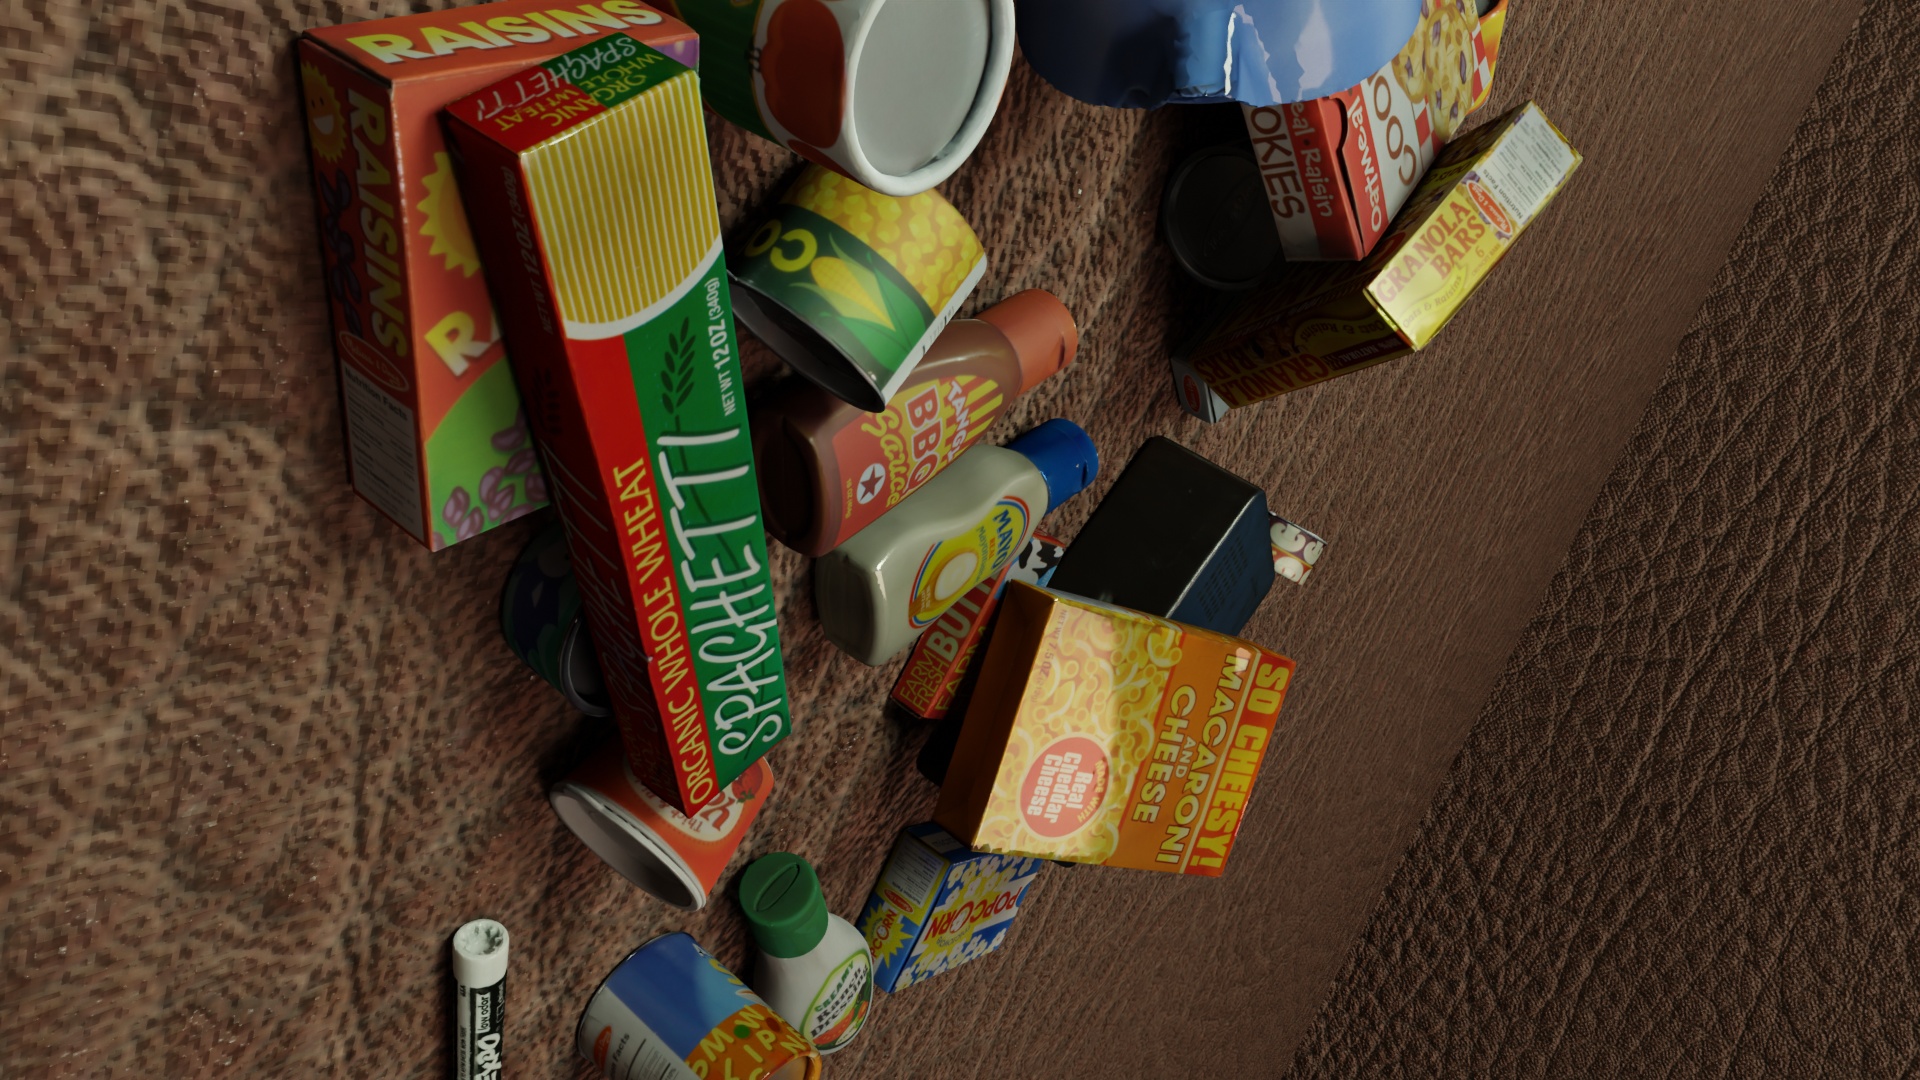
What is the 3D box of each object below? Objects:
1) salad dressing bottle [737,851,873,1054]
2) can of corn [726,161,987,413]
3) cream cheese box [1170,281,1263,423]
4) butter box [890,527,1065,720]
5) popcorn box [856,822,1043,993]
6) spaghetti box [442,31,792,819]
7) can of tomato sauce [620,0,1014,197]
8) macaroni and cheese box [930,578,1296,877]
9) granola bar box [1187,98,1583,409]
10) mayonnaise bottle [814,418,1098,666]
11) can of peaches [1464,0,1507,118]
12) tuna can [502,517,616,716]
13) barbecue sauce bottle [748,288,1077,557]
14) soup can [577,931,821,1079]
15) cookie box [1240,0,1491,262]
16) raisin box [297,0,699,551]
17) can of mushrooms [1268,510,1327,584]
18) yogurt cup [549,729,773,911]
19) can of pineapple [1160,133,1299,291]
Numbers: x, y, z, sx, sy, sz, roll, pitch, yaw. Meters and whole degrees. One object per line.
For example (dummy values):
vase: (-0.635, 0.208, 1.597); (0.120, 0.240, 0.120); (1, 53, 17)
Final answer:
salad dressing bottle: (-0.076, 0.201, 0.675); (0.064, 0.044, 0.146); (-46, 150, -27)
can of corn: (-0.036, -0.084, 0.437); (0.058, 0.071, 0.071); (-54, 152, -10)
cream cheese box: (0.156, -0.119, 0.759); (0.104, 0.024, 0.053); (-52, 152, -13)
butter box: (0.010, 0.039, 0.676); (0.103, 0.024, 0.053); (-62, 152, 5)
popcorn box: (-0.004, 0.204, 0.802); (0.127, 0.038, 0.085); (6, 111, -60)
spaghetti box: (-0.083, -0.011, 0.384); (0.050, 0.029, 0.248); (-39, 147, -32)
can of tomato sauce: (-0.038, -0.136, 0.361); (0.071, 0.083, 0.070); (-40, 147, -32)
macaroni and cheese box: (0.079, 0.096, 0.686); (0.166, 0.040, 0.123); (16, 95, -35)
granola bar box: (0.192, -0.127, 0.654); (0.124, 0.039, 0.165); (-47, -171, -14)
mayonnaise bottle: (0.002, -0.008, 0.599); (0.149, 0.041, 0.064); (-35, 142, -37)
can of peaches: (0.247, -0.261, 0.722); (0.071, 0.071, 0.057); (-46, 149, -23)
tuna can: (-0.111, 0.018, 0.448); (0.071, 0.033, 0.070); (-40, 147, -32)
barbecue sauce bottle: (-0.014, -0.053, 0.525); (0.149, 0.044, 0.064); (-35, 144, -38)
soup can: (-0.109, 0.218, 0.596); (0.072, 0.084, 0.071); (-40, 147, -33)
cookie box: (0.176, -0.217, 0.603); (0.168, 0.040, 0.122); (-50, 128, -34)
raisin box: (-0.112, -0.069, 0.354); (0.086, 0.040, 0.122); (-29, 142, -42)
can of mushrooms: (0.201, -0.001, 0.906); (0.033, 0.071, 0.071); (-60, 152, 6)
yogurt cup: (-0.105, 0.092, 0.501); (0.054, 0.072, 0.072); (-52, 153, -30)
can of pineapple: (0.137, -0.153, 0.646); (0.058, 0.071, 0.070); (-30, 141, -43)
